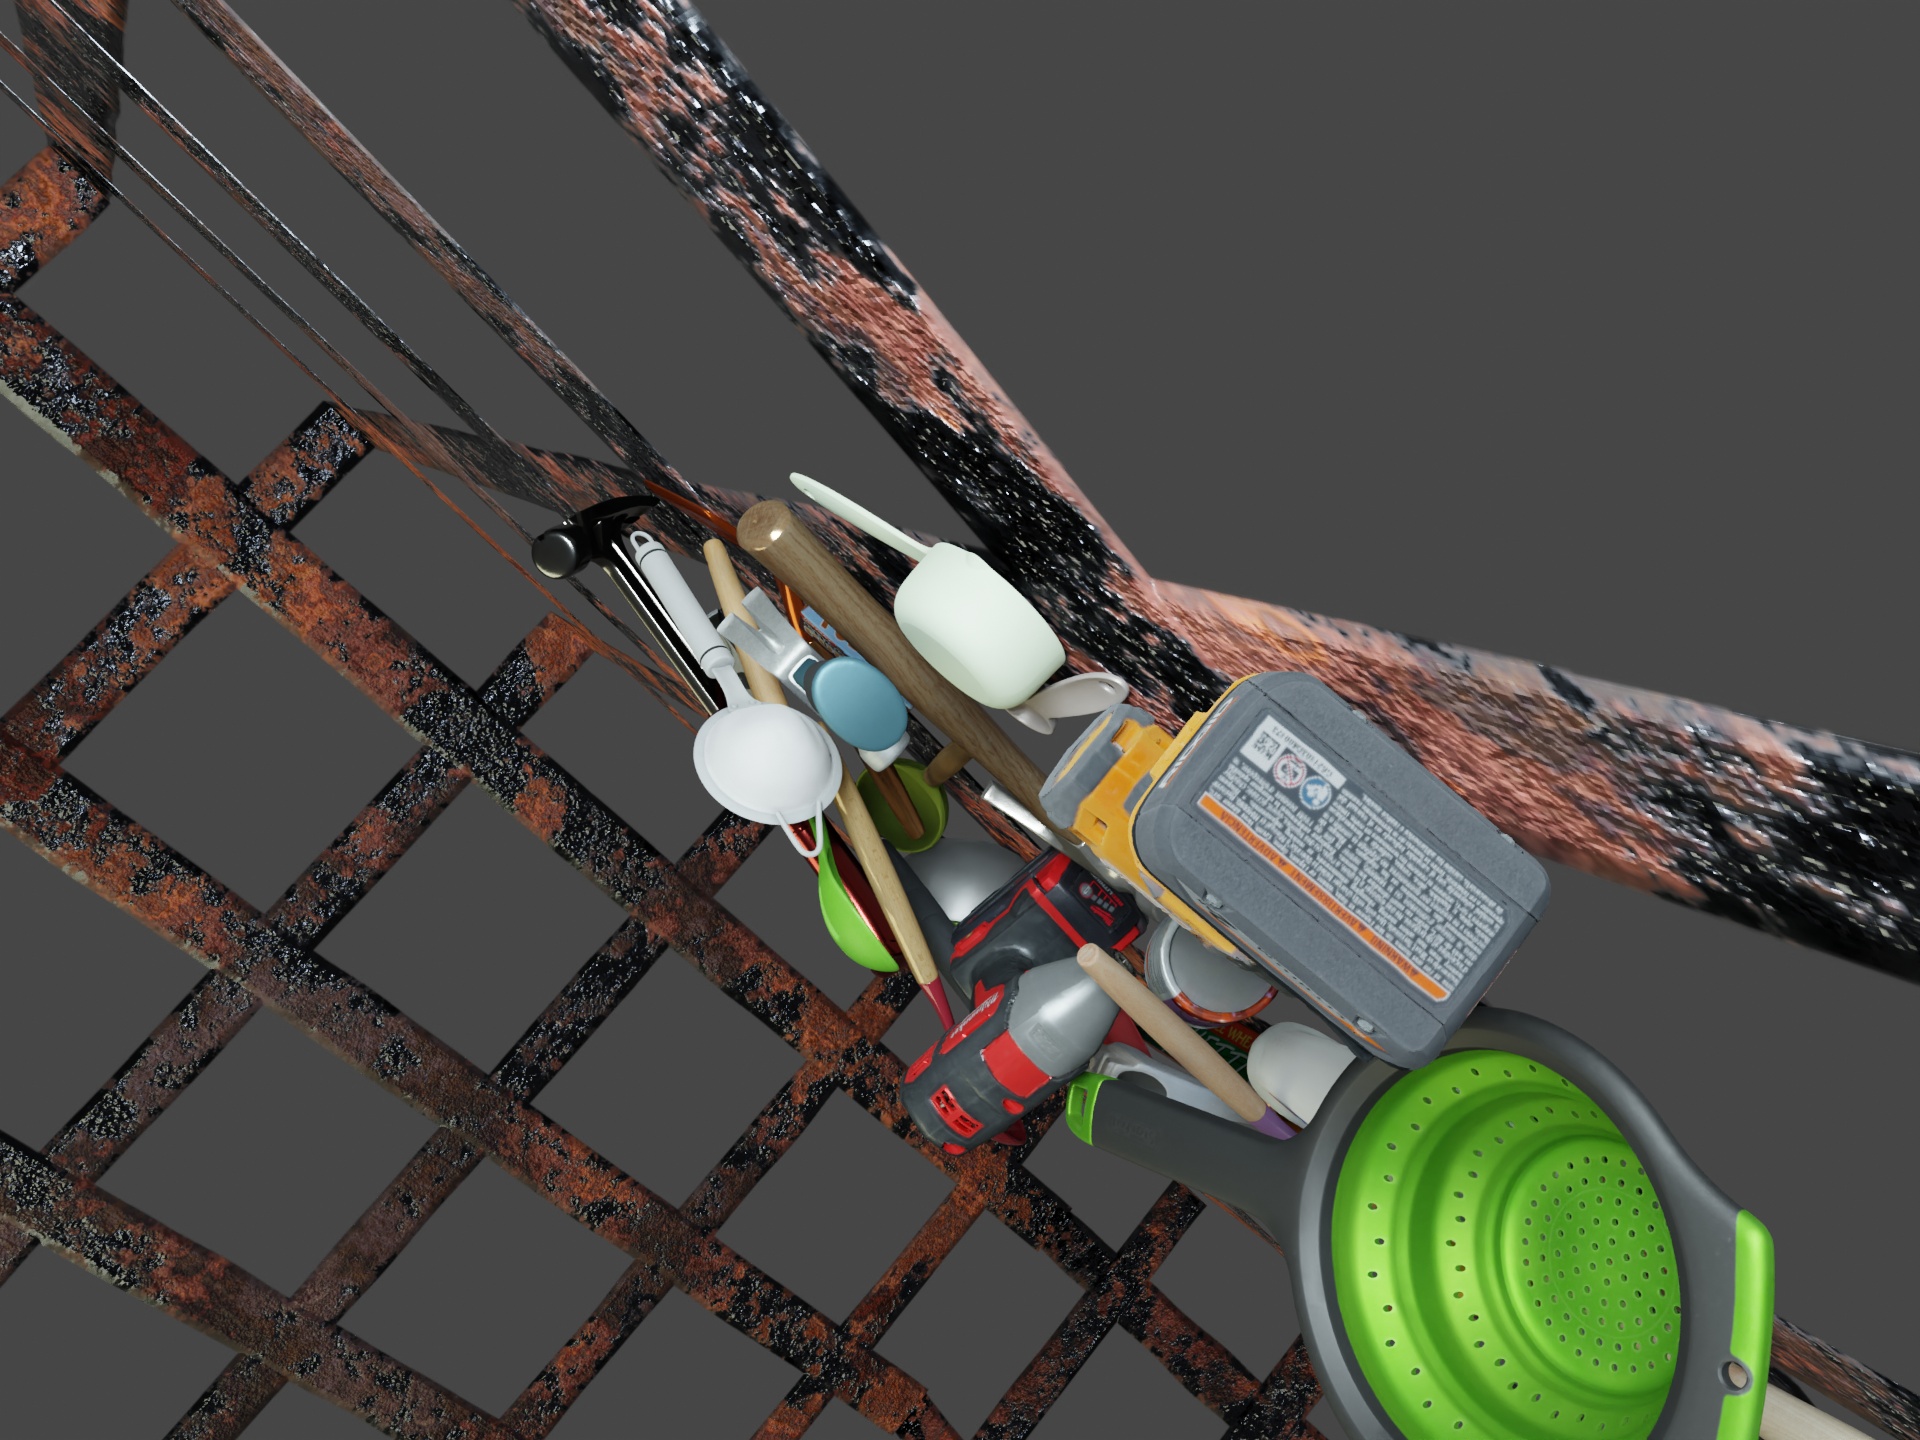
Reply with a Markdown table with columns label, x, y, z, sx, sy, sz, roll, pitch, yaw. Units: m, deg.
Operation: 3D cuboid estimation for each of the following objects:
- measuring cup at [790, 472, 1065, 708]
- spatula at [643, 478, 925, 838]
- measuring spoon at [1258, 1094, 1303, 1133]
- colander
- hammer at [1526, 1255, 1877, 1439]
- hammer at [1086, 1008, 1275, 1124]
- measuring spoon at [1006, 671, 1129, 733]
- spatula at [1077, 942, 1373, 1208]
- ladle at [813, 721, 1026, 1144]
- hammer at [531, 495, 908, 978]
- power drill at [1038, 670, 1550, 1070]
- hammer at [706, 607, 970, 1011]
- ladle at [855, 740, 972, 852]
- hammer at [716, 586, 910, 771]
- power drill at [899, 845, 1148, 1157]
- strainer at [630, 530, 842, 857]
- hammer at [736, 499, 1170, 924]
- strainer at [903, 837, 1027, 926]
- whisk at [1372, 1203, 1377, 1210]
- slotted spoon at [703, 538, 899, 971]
| label | x | y | z | sx | sy | sz | roll | pitch | yaw |
| --- | --- | --- | --- | --- | --- | --- | --- | --- | --- |
| measuring cup | -0.028 | -0.061 | 0.709 | 0.168 | 0.038 | 0.083 | 35 | 168 | 27 |
| spatula | -0.093 | -0.029 | 0.998 | 0.081 | 0.041 | 0.322 | 30 | 154 | 47 |
| measuring spoon | 0.202 | 0.250 | 0.989 | 0.021 | 0.011 | 0.117 | 22 | 179 | 1 |
| colander | 0.195 | 0.220 | 0.721 | 0.094 | 0.204 | 0.397 | 11 | 177 | -33 |
| hammer | 0.378 | 0.350 | 0.961 | 0.146 | 0.038 | 0.411 | 46 | 169 | -31 |
| hammer | 0.115 | 0.211 | 1.143 | 0.143 | 0.038 | 0.386 | 23 | -177 | -4 |
| measuring spoon | 0.049 | -0.014 | 0.713 | 0.034 | 0.018 | 0.124 | 40 | 163 | -12 |
| spatula | 0.150 | 0.202 | 0.863 | 0.060 | 0.018 | 0.315 | 20 | 160 | 50 |
| ladle | -0.029 | 0.140 | 0.995 | 0.069 | 0.031 | 0.315 | -105 | -8 | -71 |
| hammer | -0.136 | 0.012 | 1.035 | 0.359 | 0.036 | 0.149 | 55 | -161 | -5 |
| power drill | 0.125 | 0.065 | 0.579 | 0.185 | 0.084 | 0.226 | 40 | 174 | -2 |
| hammer | -0.065 | 0.076 | 1.114 | 0.409 | 0.036 | 0.149 | 53 | 170 | 23 |
| ladle | -0.024 | 0.043 | 1.089 | 0.078 | 0.062 | 0.320 | 48 | 167 | 1 |
| hammer | -0.063 | -0.015 | 0.786 | 0.128 | 0.033 | 0.331 | 43 | 176 | -8 |
| power drill | 0.046 | 0.151 | 0.917 | 0.078 | 0.143 | 0.220 | 47 | -164 | -4 |
| strainer | -0.141 | -0.030 | 0.938 | 0.259 | 0.087 | 0.050 | 54 | 142 | 31 |
| hammer | -0.001 | -0.003 | 0.823 | 0.130 | 0.031 | 0.331 | 30 | 170 | 50 |
| strainer | 0.016 | 0.128 | 1.187 | 0.151 | 0.069 | 0.256 | 7 | 179 | -17 |
| whisk | 0.258 | 0.313 | 1.013 | 0.051 | 0.047 | 0.244 | 37 | 146 | 23 |
| slotted spoon | -0.107 | 0.017 | 0.991 | 0.070 | 0.031 | 0.314 | 73 | 175 | -68 |
